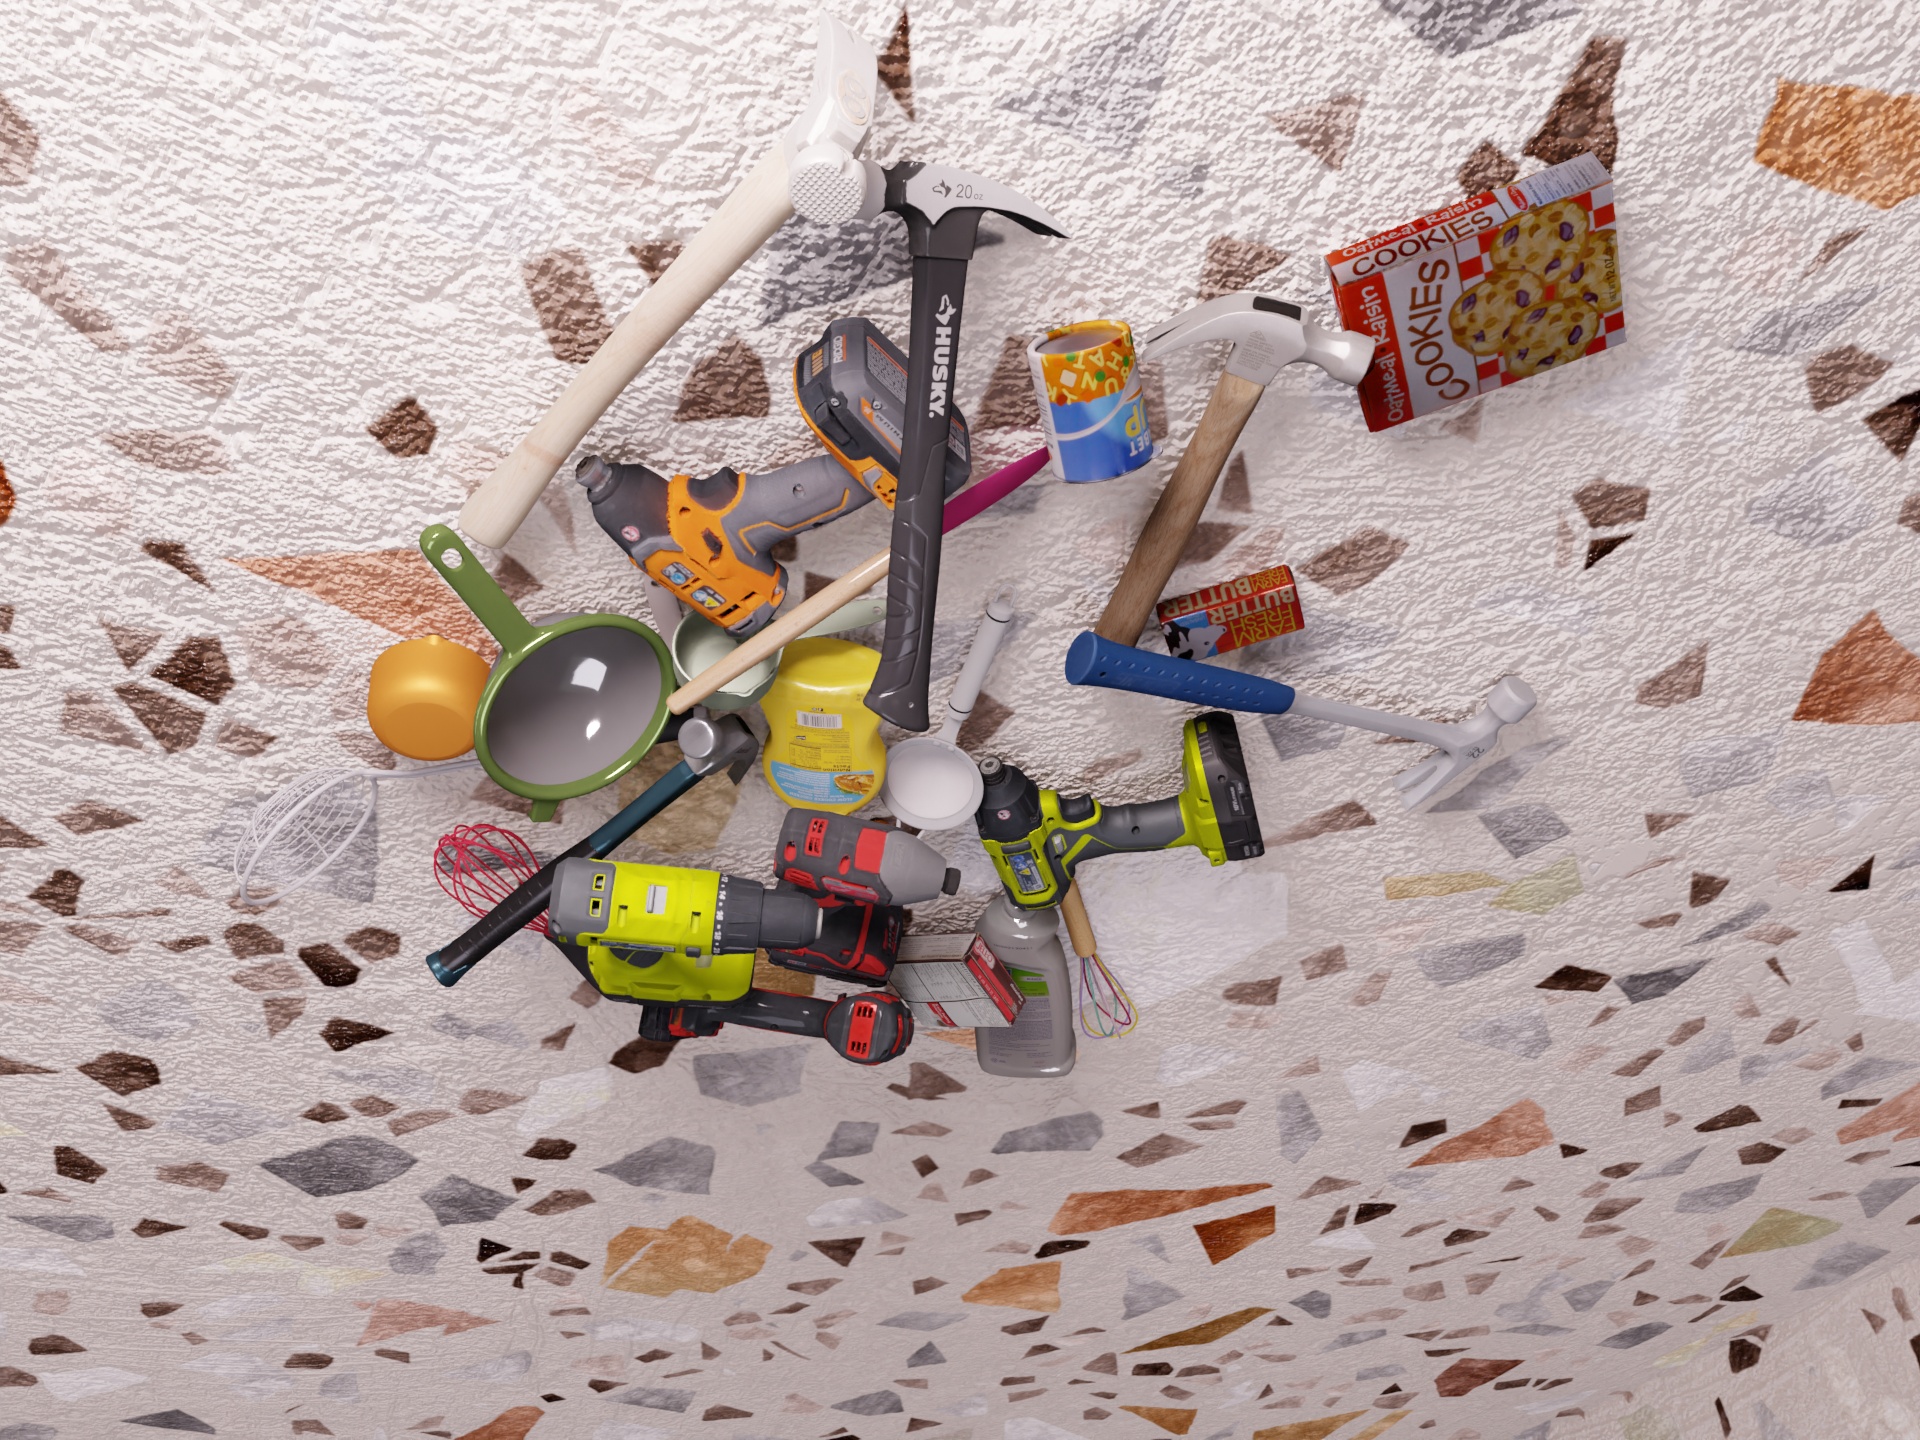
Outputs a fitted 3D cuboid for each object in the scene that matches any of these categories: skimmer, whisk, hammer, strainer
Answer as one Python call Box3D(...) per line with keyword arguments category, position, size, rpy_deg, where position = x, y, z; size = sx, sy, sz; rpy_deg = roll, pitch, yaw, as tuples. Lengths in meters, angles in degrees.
Box3D(category="skimmer", position=(-0.364, 0.062, 1.204), size=(0.363, 0.090, 0.127), rpy_deg=(-11, 170, -1))
Box3D(category="whisk", position=(0.126, 0.226, 1.496), size=(0.047, 0.051, 0.244), rpy_deg=(12, 141, 30))
Box3D(category="hammer", position=(0.149, -0.149, 1.083), size=(0.130, 0.031, 0.331), rpy_deg=(20, 138, -3))
Box3D(category="hammer", position=(-0.017, -0.152, 0.942), size=(0.146, 0.035, 0.334), rpy_deg=(-6, 112, -31))
Box3D(category="whisk", position=(-0.353, 0.168, 1.348), size=(0.073, 0.073, 0.295), rpy_deg=(-17, 143, 9))
Box3D(category="hammer", position=(-0.286, 0.102, 1.216), size=(0.331, 0.033, 0.128), rpy_deg=(-38, 170, 13))
Box3D(category="hammer", position=(0.258, -0.009, 1.236), size=(0.405, 0.035, 0.144), rpy_deg=(10, 134, -28))
Box3D(category="strainer", position=(-0.002, -0.004, 1.227), size=(0.087, 0.050, 0.258), rpy_deg=(22, 127, -2))
Box3D(category="hammer", position=(-0.184, -0.229, 0.922), size=(0.038, 0.146, 0.410), rpy_deg=(27, 137, -31))
Box3D(category="strainer", position=(-0.298, -0.053, 1.082), size=(0.151, 0.069, 0.256), rpy_deg=(-40, 139, -10))

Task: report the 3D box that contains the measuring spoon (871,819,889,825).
Box3D(category="measuring spoon", position=(-0.090, 0.124, 1.371), size=(0.021, 0.011, 0.116), rpy_deg=(14, 134, -22))

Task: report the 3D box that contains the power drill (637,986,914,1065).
Box3D(category="power drill", position=(-0.150, 0.256, 1.400), size=(0.227, 0.080, 0.187), rpy_deg=(8, 172, 7))

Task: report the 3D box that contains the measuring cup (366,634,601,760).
Box3D(category="measuring cup", position=(-0.342, -0.007, 1.159), size=(0.173, 0.052, 0.095), rpy_deg=(6, 136, -14))

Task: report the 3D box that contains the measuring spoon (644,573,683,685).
Box3D(category="measuring spoon", position=(-0.209, -0.062, 1.146), size=(0.034, 0.018, 0.124), rpy_deg=(-8, 138, 0))

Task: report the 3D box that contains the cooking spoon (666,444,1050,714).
Box3D(category="cooking spoon", position=(-0.064, -0.096, 1.062), size=(0.319, 0.069, 0.017), rpy_deg=(-33, 90, 6))

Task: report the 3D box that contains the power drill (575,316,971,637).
Box3D(category="power drill", position=(-0.125, -0.156, 1.015), size=(0.226, 0.084, 0.164), rpy_deg=(-29, 133, 27))

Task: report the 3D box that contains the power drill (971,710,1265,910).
Box3D(category="power drill", position=(0.126, 0.072, 1.304), size=(0.223, 0.080, 0.171), rpy_deg=(-13, 136, 10))

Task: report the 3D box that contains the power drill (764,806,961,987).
Box3D(category="power drill", position=(-0.085, 0.142, 1.286), size=(0.143, 0.079, 0.219), rpy_deg=(13, 153, -6))

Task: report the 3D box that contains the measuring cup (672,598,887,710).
Box3D(category="measuring cup", position=(-0.125, -0.054, 1.137), size=(0.167, 0.083, 0.038), rpy_deg=(-16, 155, -21))

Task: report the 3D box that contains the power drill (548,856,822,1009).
Box3D(category="power drill", position=(-0.207, 0.163, 1.215), size=(0.190, 0.080, 0.228), rpy_deg=(6, 160, -7))
